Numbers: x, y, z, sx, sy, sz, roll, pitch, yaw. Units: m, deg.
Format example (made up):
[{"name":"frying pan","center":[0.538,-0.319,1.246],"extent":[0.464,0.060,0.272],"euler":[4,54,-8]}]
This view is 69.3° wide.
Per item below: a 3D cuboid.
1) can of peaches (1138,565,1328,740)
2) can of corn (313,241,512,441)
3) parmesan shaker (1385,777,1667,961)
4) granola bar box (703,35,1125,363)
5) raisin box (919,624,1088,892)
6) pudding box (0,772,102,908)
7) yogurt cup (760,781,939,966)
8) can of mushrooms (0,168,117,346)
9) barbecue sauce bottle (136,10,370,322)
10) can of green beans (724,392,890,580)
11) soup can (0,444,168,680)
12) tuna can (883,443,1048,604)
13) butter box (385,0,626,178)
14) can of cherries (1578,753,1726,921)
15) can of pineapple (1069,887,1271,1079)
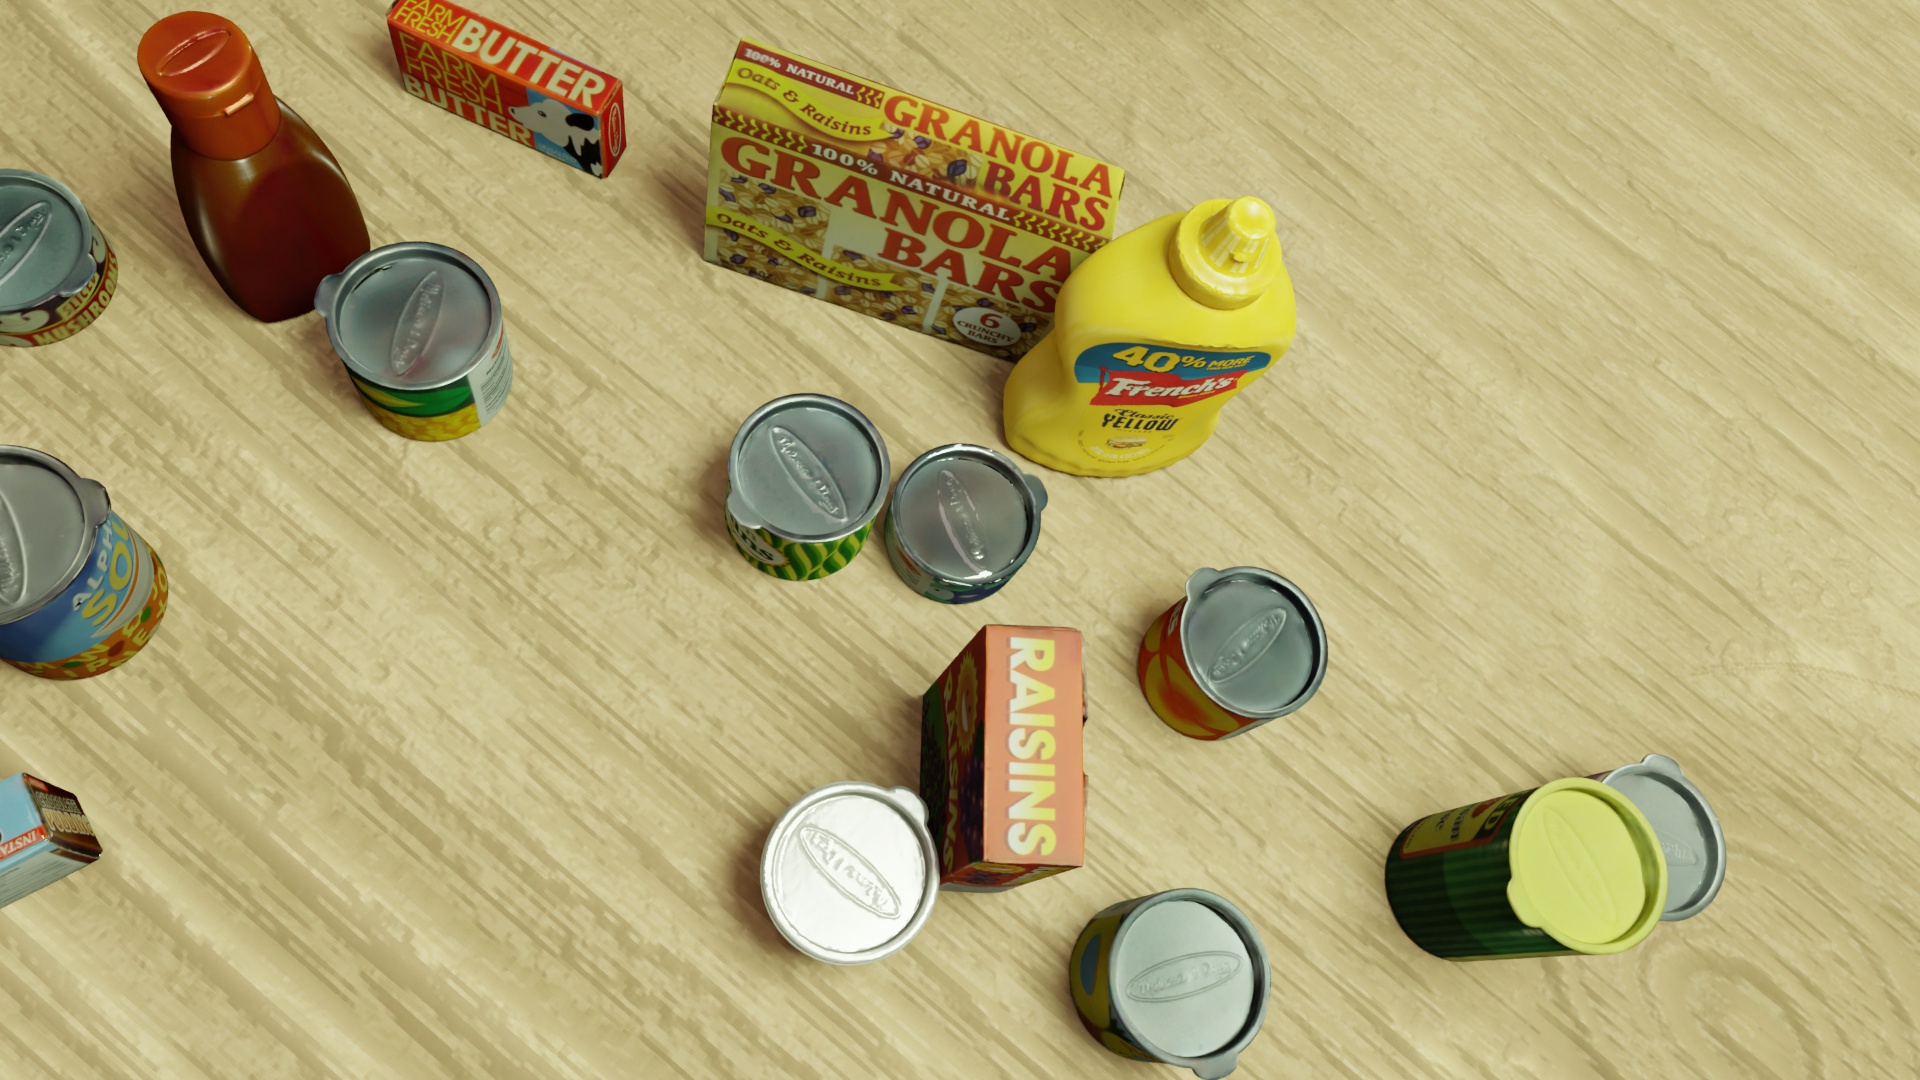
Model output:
[{"name":"can of peaches","center":[0.116,0.049,0.607],"extent":[0.071,0.058,0.071],"euler":[4,71,-11]},{"name":"can of corn","center":[-0.225,-0.082,0.579],"extent":[0.071,0.058,0.071],"euler":[4,71,-11]},{"name":"parmesan shaker","center":[0.227,0.140,0.575],"extent":[0.071,0.102,0.071],"euler":[4,71,-11]},{"name":"granola bar box","center":[-0.025,-0.142,0.607],"extent":[0.166,0.123,0.039],"euler":[18,69,-6]},{"name":"raisin box","center":[0.014,0.088,0.536],"extent":[0.040,0.123,0.086],"euler":[5,71,-10]},{"name":"pudding box","center":[-0.356,0.117,0.486],"extent":[0.084,0.049,0.030],"euler":[-28,79,-19]},{"name":"yogurt cup","center":[-0.046,0.132,0.545],"extent":[0.072,0.053,0.072],"euler":[4,71,-11]},{"name":"can of mushrooms","center":[-0.384,-0.114,0.569],"extent":[0.071,0.033,0.071],"euler":[4,71,-11]},{"name":"barbecue sauce bottle","center":[-0.275,-0.143,0.541],"extent":[0.044,0.148,0.065],"euler":[43,69,4]},{"name":"can of green beans","center":[-0.067,-0.021,0.592],"extent":[0.071,0.057,0.071],"euler":[4,71,-11]},{"name":"soup can","center":[-0.336,0.010,0.509],"extent":[0.071,0.083,0.071],"euler":[4,71,-11]},{"name":"tuna can","center":[0.002,-0.008,0.616],"extent":[0.071,0.032,0.071],"euler":[4,71,-11]},{"name":"butter box","center":[-0.204,-0.206,0.629],"extent":[0.103,0.053,0.024],"euler":[24,68,-3]},{"name":"can of cherries","center":[0.290,0.134,0.615],"extent":[0.071,0.058,0.071],"euler":[4,71,-11]},{"name":"can of pineapple","center":[0.082,0.177,0.555],"extent":[0.071,0.057,0.071],"euler":[4,71,-11]}]
